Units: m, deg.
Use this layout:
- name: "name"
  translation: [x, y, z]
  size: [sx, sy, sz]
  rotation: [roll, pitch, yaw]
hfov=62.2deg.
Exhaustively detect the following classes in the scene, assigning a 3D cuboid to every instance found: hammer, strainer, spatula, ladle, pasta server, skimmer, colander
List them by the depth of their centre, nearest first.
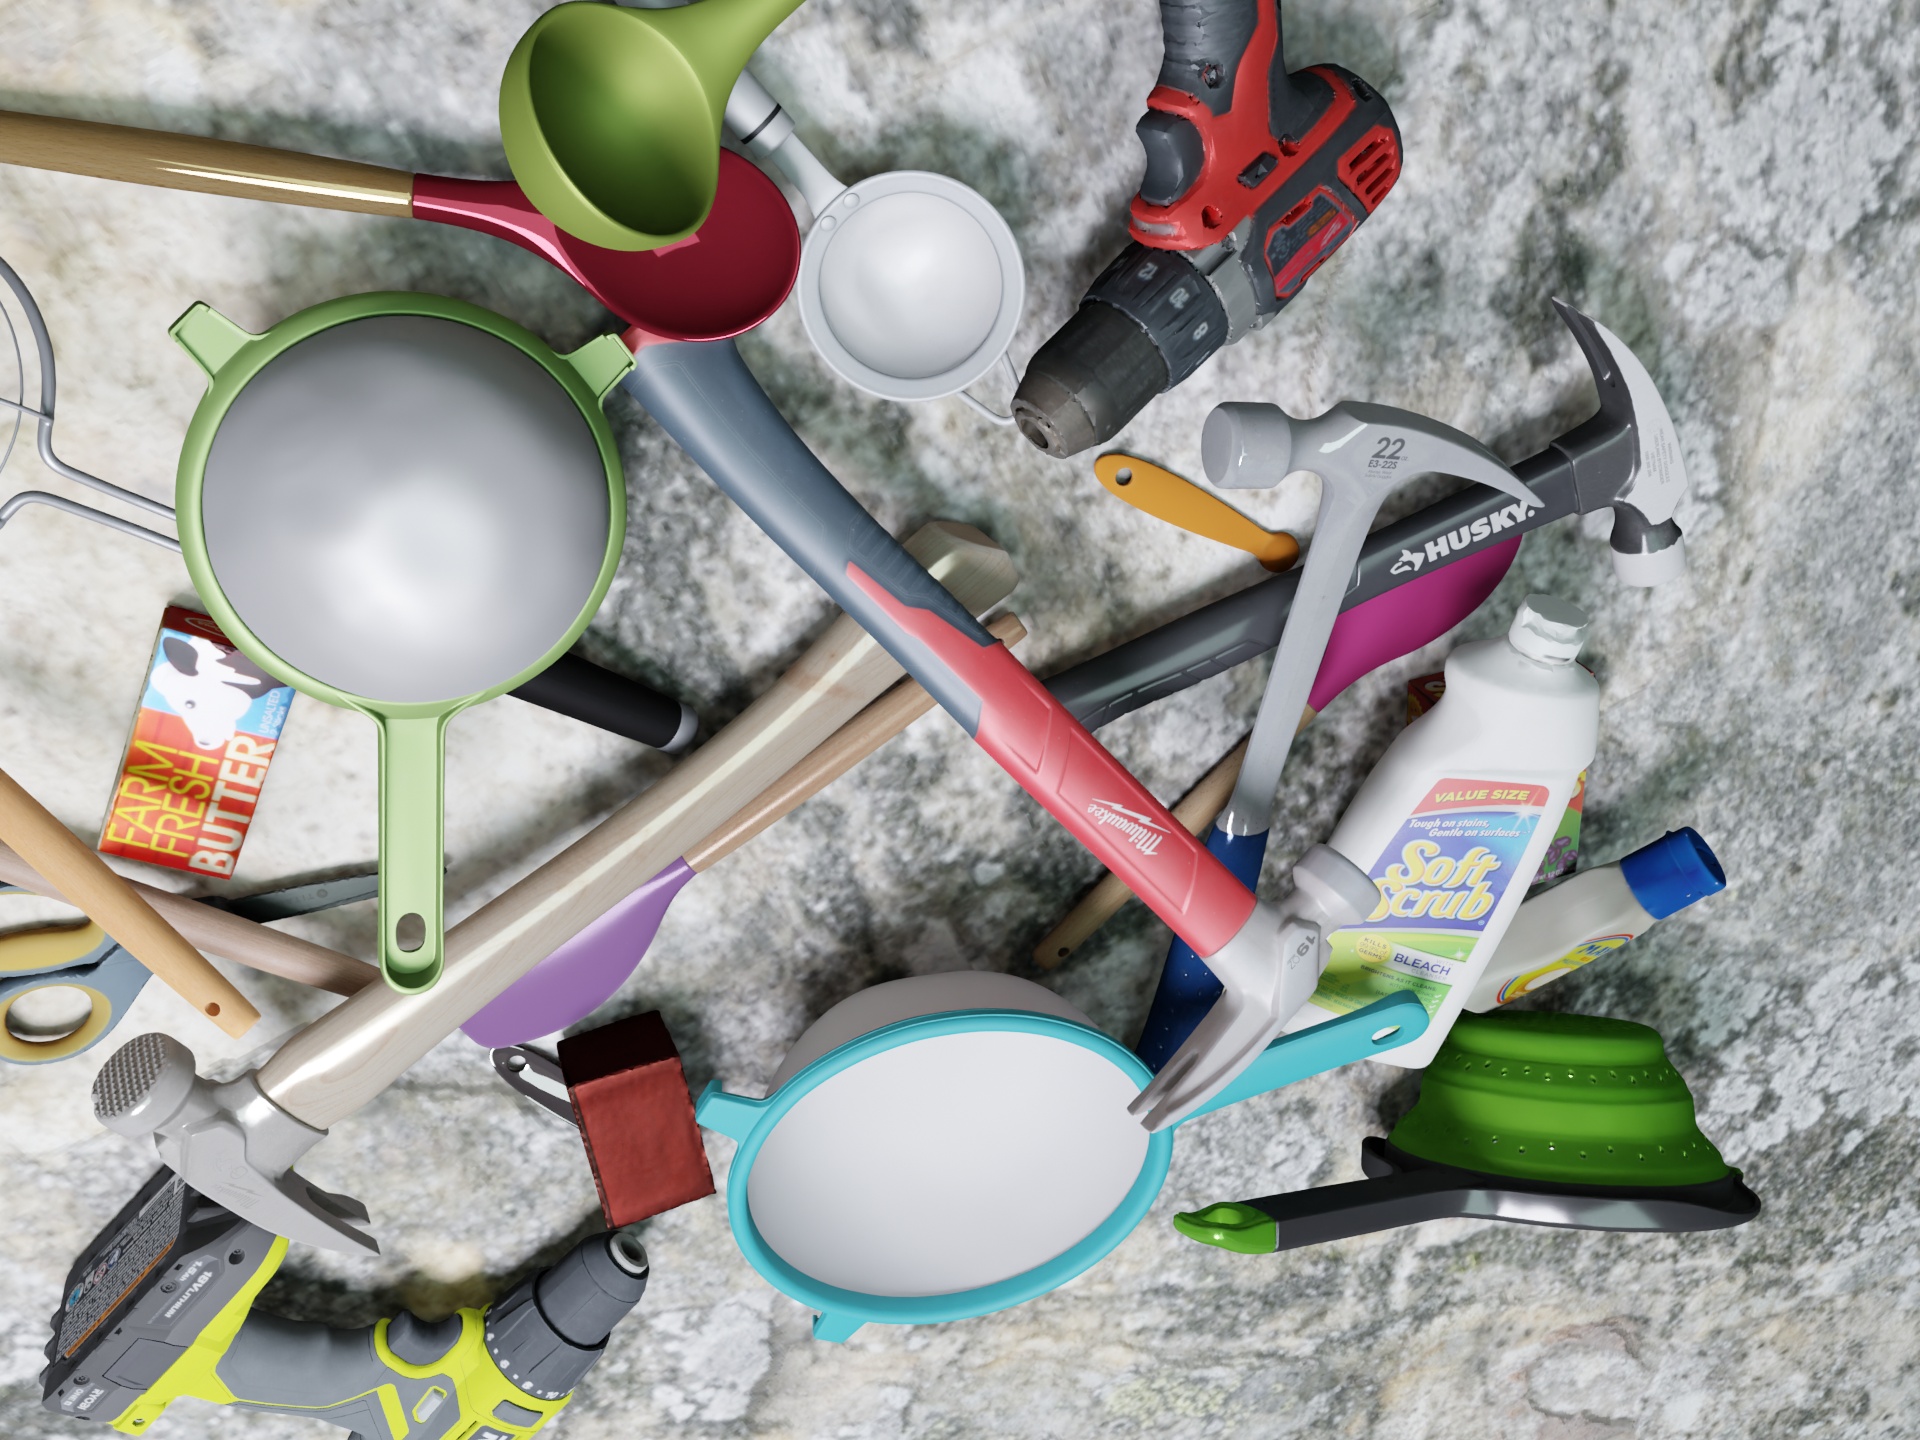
- name: "ladle"
  translation: [-0.019, -0.271, 0.522]
  size: [0.320, 0.062, 0.078]
  rotation: [-42, 120, -6]
- name: "ladle"
  translation: [-0.212, -0.180, 0.537]
  size: [0.315, 0.031, 0.069]
  rotation: [5, 107, -14]
- name: "strainer"
  translation: [-0.186, -0.015, 0.549]
  size: [0.151, 0.069, 0.256]
  rotation: [-2, 107, -26]
- name: "spatula"
  translation: [-0.372, 0.001, 0.551]
  size: [0.081, 0.041, 0.322]
  rotation: [-43, 99, 7]
- name: "strainer"
  translation: [-0.063, -0.208, 0.576]
  size: [0.087, 0.050, 0.258]
  rotation: [-37, 117, 18]
- name: "skimmer"
  translation: [-0.263, -0.062, 0.592]
  size: [0.363, 0.090, 0.127]
  rotation: [25, 87, -39]
- name: "pasta server"
  translation: [-0.354, 0.064, 0.615]
  size: [0.316, 0.040, 0.060]
  rotation: [26, 106, -24]
- name: "hammer"
  translation: [-0.001, -0.002, 0.637]
  size: [0.386, 0.038, 0.143]
  rotation: [44, 84, -14]
- name: "hammer"
  translation: [-0.139, 0.062, 0.666]
  size: [0.410, 0.038, 0.146]
  rotation: [-38, 133, -6]
- name: "spatula"
  translation: [-0.100, 0.050, 0.716]
  size: [0.316, 0.018, 0.059]
  rotation: [-36, 116, 4]
- name: "hammer"
  translation: [0.163, -0.064, 0.716]
  size: [0.335, 0.035, 0.146]
  rotation: [-24, 123, 2]
- name: "hammer"
  translation: [0.140, 0.040, 0.740]
  size: [0.144, 0.035, 0.405]
  rotation: [-1, 128, -15]
- name: "strainer"
  translation: [0.050, 0.170, 0.775]
  size: [0.340, 0.095, 0.210]
  rotation: [-18, 126, -1]
- name: "colander"
  translation: [0.261, 0.205, 0.825]
  size: [0.396, 0.204, 0.094]
  rotation: [5, 85, -37]

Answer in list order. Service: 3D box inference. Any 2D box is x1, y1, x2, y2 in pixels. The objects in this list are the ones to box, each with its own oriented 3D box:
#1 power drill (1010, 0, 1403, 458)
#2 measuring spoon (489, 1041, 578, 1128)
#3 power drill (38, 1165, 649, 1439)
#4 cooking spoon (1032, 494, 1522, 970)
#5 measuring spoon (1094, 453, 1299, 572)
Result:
- name: "power drill"
  translation: [0.062, -0.217, 0.550]
  size: [0.188, 0.080, 0.226]
  rotation: [-45, 138, -11]
- name: "measuring spoon"
  translation: [-0.178, 0.188, 0.771]
  size: [0.124, 0.018, 0.034]
  rotation: [42, 87, -25]
- name: "power drill"
  translation: [-0.280, 0.285, 0.752]
  size: [0.190, 0.080, 0.228]
  rotation: [-45, 124, 9]
- name: "cooking spoon"
  translation: [0.151, 0.010, 0.777]
  size: [0.319, 0.017, 0.068]
  rotation: [-45, 121, 8]
- name: "measuring spoon"
  translation: [0.108, -0.092, 0.711]
  size: [0.116, 0.011, 0.021]
  rotation: [21, 109, -27]
